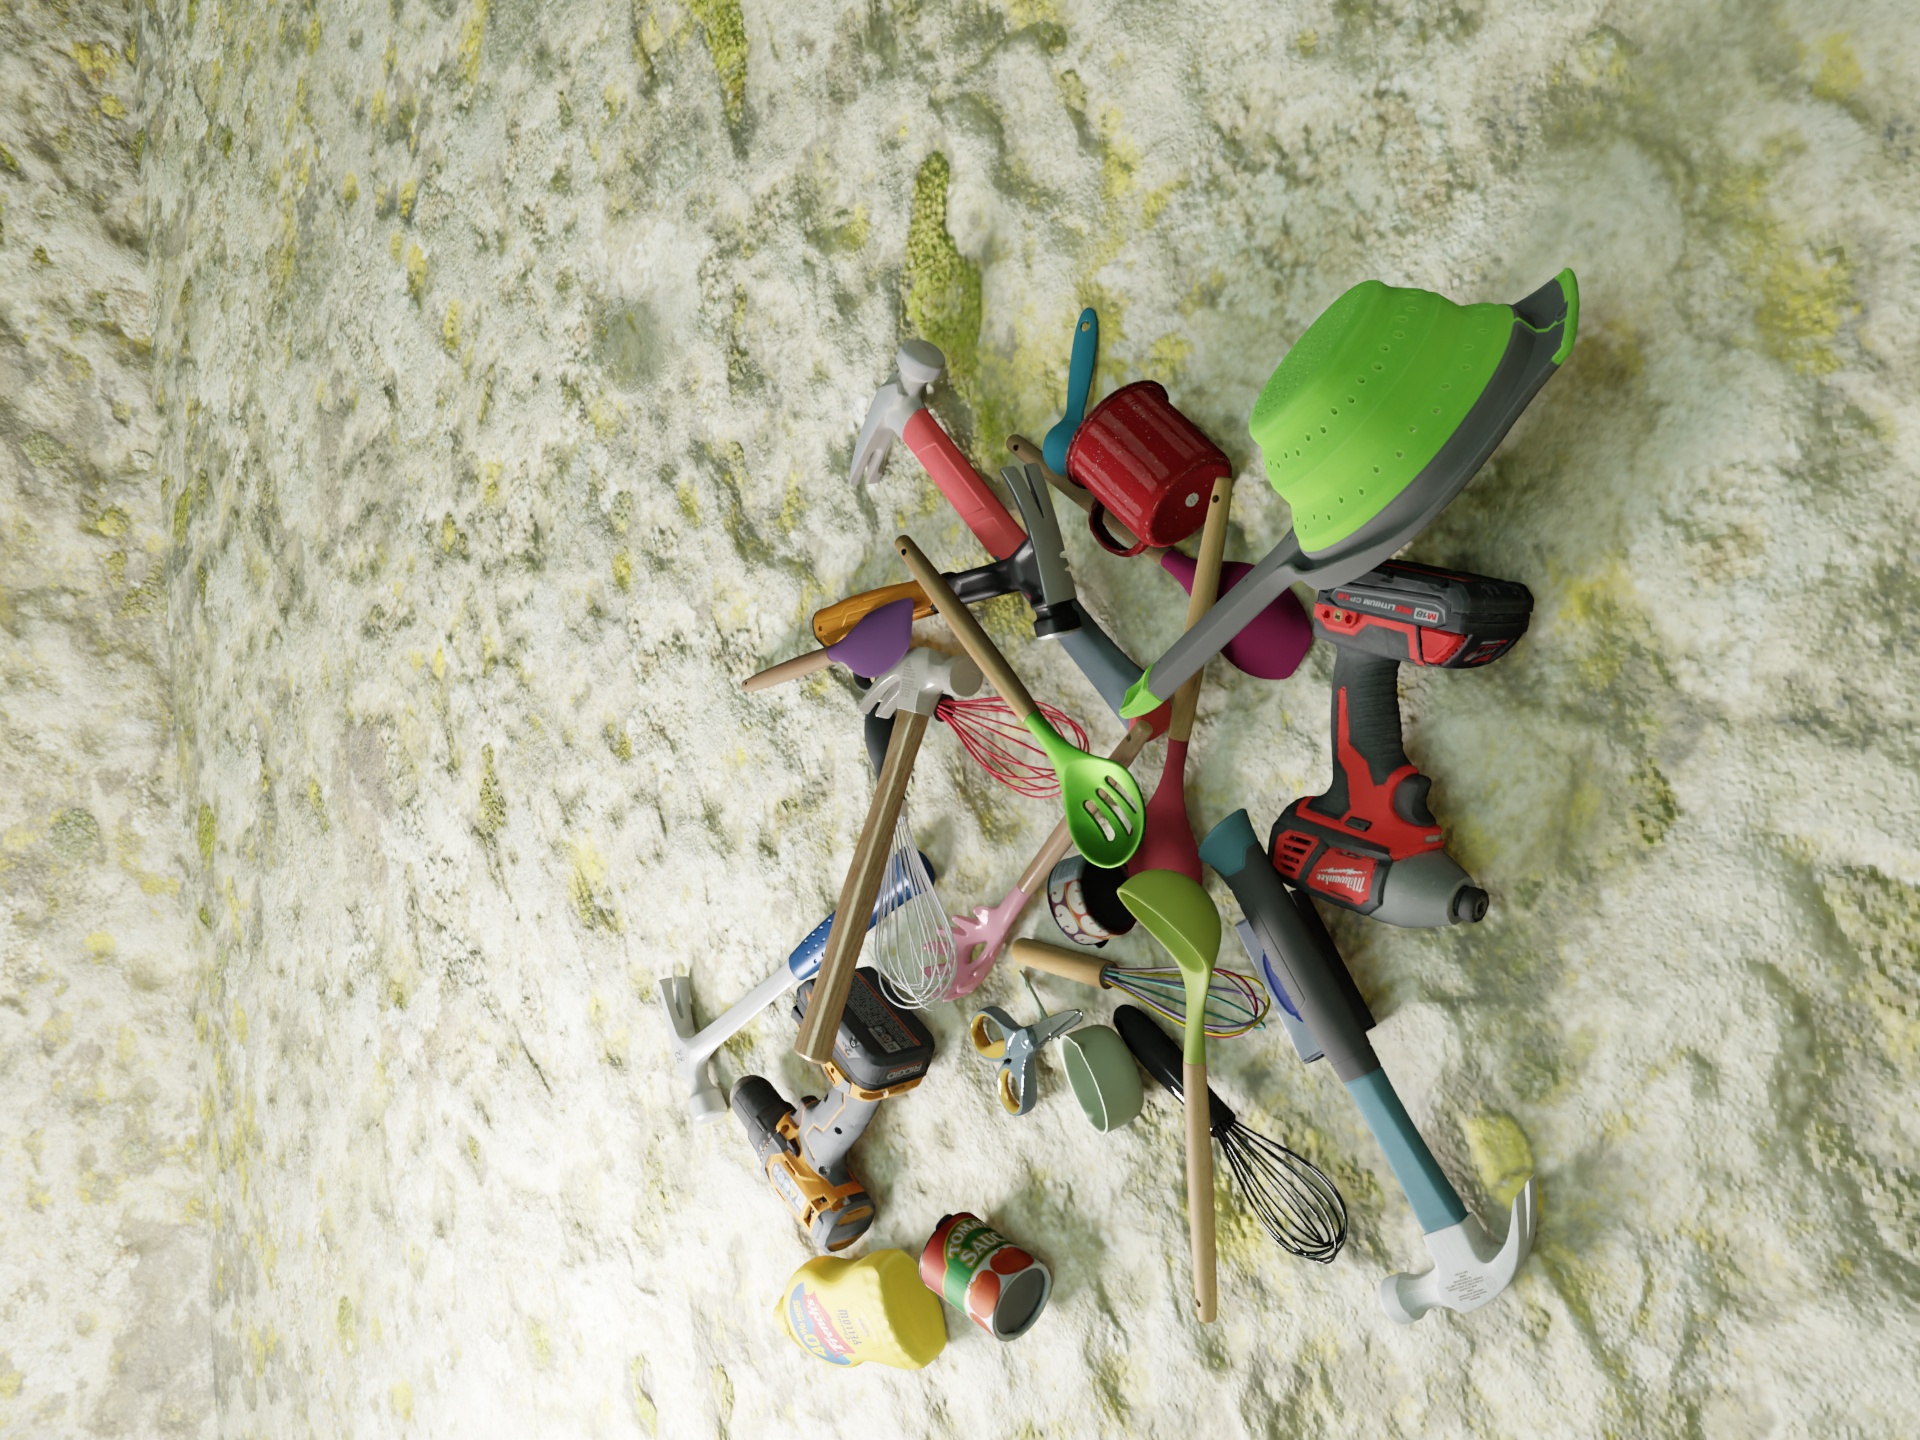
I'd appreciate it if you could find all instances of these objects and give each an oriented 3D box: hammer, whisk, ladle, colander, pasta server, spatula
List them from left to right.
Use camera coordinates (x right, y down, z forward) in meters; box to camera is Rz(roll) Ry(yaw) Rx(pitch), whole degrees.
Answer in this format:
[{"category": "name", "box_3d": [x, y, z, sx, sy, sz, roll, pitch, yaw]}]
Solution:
[{"category": "hammer", "box_3d": [-0.157, 0.224, 1.444, 0.405, 0.035, 0.144, -42, 62, 38]}, {"category": "spatula", "box_3d": [-0.120, -0.051, 1.369, 0.316, 0.018, 0.060, -13, 69, 58]}, {"category": "hammer", "box_3d": [-0.070, 0.103, 1.240, 0.130, 0.031, 0.331, 13, 86, 59]}, {"category": "whisk", "box_3d": [-0.050, 0.102, 1.287, 0.070, 0.070, 0.285, -42, 46, 38]}, {"category": "hammer", "box_3d": [-0.028, -0.106, 1.265, 0.337, 0.034, 0.127, -10, 95, 56]}, {"category": "whisk", "box_3d": [-0.002, -0.004, 1.270, 0.296, 0.073, 0.073, 24, 108, 50]}, {"category": "hammer", "box_3d": [0.034, -0.122, 1.237, 0.387, 0.038, 0.143, 55, 136, 28]}, {"category": "pasta server", "box_3d": [0.056, 0.110, 1.202, 0.316, 0.040, 0.060, -57, 42, 37]}, {"category": "whisk", "box_3d": [0.127, 0.188, 1.155, 0.245, 0.051, 0.047, 7, 75, 50]}, {"category": "ladle", "box_3d": [0.145, 0.253, 1.052, 0.078, 0.062, 0.320, -160, 64, -67]}, {"category": "ladle", "box_3d": [0.158, -0.012, 1.108, 0.069, 0.031, 0.315, 20, 107, 43]}, {"category": "whisk", "box_3d": [0.179, 0.275, 1.092, 0.239, 0.055, 0.055, 45, 121, 41]}, {"category": "colander", "box_3d": [0.191, -0.138, 0.966, 0.094, 0.205, 0.397, 36, 131, -9]}, {"category": "hammer", "box_3d": [0.242, 0.208, 0.990, 0.128, 0.033, 0.331, -36, 78, 39]}]

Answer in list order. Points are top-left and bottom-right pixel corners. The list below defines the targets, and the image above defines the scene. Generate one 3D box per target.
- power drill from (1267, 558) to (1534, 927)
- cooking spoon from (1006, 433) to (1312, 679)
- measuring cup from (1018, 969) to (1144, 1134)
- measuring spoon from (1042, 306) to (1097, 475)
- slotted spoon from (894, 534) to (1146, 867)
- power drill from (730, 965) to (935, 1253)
[{"category": "power drill", "box_3d": [0.271, 0.017, 0.975, 0.143, 0.078, 0.219, 20, 108, 45]}, {"category": "cooking spoon", "box_3d": [0.133, -0.130, 1.153, 0.319, 0.017, 0.068, 44, 119, 36]}, {"category": "measuring cup", "box_3d": [0.089, 0.236, 1.192, 0.168, 0.038, 0.083, -125, 21, -53]}, {"category": "measuring spoon", "box_3d": [0.083, -0.248, 1.190, 0.042, 0.021, 0.128, 7, 88, 36]}, {"category": "slotted spoon", "box_3d": [0.039, -0.023, 1.157, 0.070, 0.031, 0.314, -50, 63, 30]}, {"category": "power drill", "box_3d": [-0.123, 0.320, 1.382, 0.186, 0.084, 0.226, 43, 124, 37]}]
